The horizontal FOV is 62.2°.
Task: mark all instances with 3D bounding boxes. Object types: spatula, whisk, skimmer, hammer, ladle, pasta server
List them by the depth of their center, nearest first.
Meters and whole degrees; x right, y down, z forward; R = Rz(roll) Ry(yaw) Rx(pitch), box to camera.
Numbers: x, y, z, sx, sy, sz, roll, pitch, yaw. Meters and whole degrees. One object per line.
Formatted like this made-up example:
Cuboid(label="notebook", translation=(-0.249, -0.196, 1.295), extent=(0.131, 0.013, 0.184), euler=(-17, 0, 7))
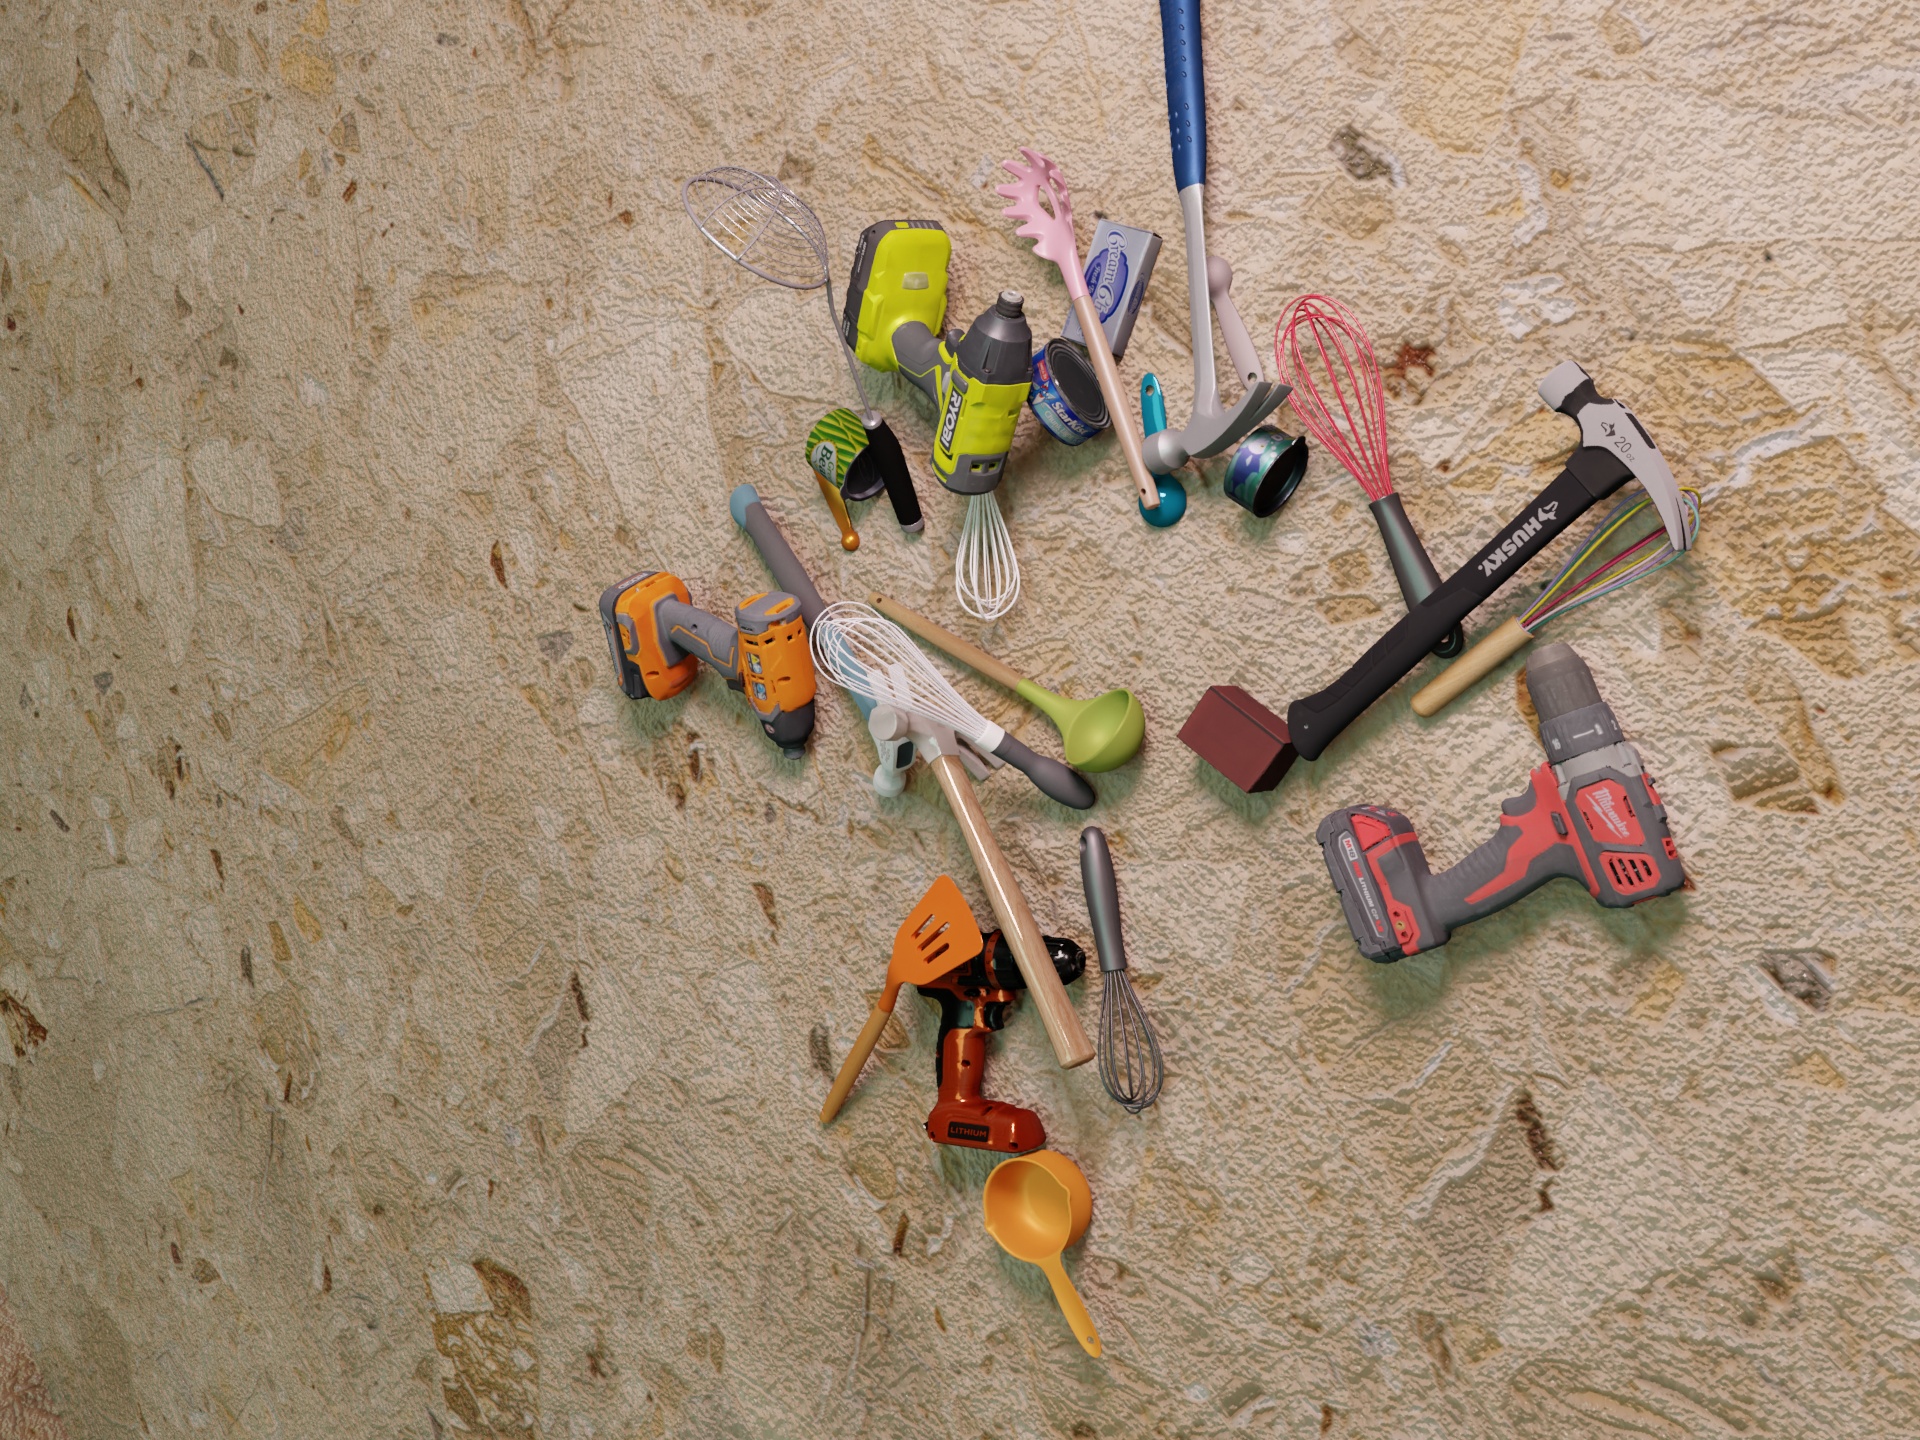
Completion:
Cuboid(label="whisk", translation=(0.420, -0.078, 1.127), extent=(0.245, 0.047, 0.051), euler=(-44, 70, 31))
Cuboid(label="hammer", translation=(0.356, -0.082, 1.129), extent=(0.334, 0.035, 0.146), euler=(-48, 66, 33))
Cuboid(label="whisk", translation=(0.309, -0.183, 1.189), extent=(0.073, 0.073, 0.296), euler=(-25, 84, 31))
Cuboid(label="hammer", translation=(0.187, -0.407, 1.247), extent=(0.144, 0.035, 0.405), euler=(-14, 76, 57))
Cuboid(label="pasta server", translation=(0.103, -0.320, 1.301), extent=(0.060, 0.040, 0.316), euler=(-26, 79, 44))
Cuboid(label="whisk", translation=(-0.003, -0.003, 1.312), extent=(0.284, 0.070, 0.070), euler=(34, 115, -15))
Cuboid(label="hammer", translation=(0.032, 0.132, 1.320), extent=(0.031, 0.130, 0.331), euler=(-37, 66, 29))
Cuboid(label="whisk", translation=(0.128, 0.205, 1.322), extent=(0.055, 0.055, 0.239), euler=(-15, 79, 33))
Cuboid(label="skimmer", translation=(-0.121, -0.292, 1.325), extent=(0.090, 0.362, 0.127), euler=(-15, 43, 7))
Cuboid(label="ladle", translation=(0.029, -0.047, 1.377), extent=(0.320, 0.062, 0.078), euler=(32, 82, 32))
Cuboid(label="whisk", translation=(0.018, -0.207, 1.385), extent=(0.058, 0.059, 0.246), euler=(-6, 83, 21))
Cuboid(label="spatula", translation=(-0.066, 0.267, 1.417), extent=(0.081, 0.041, 0.322), euler=(60, 140, 34))
Cuboid(label="hammer", translation=(-0.131, -0.090, 1.472), extent=(0.331, 0.033, 0.128), euler=(57, 153, 25))

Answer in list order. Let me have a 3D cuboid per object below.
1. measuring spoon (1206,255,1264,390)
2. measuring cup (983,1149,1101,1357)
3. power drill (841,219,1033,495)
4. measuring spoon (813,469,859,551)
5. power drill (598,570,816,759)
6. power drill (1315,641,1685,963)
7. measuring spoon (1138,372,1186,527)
Cuboid(label="measuring spoon", translation=(0.214, -0.316, 1.268), extent=(0.034, 0.018, 0.124), euler=(-27, 76, 31))
Cuboid(label="measuring cup", translation=(0.087, 0.449, 1.351), extent=(0.095, 0.052, 0.174), euler=(-34, 75, 29))
Cuboid(label="power drill", translation=(-0.014, -0.319, 1.328), extent=(0.223, 0.080, 0.171), euler=(56, 143, 38))
Cuboid(label="measuring spoon", translation=(-0.122, -0.212, 1.497), extent=(0.021, 0.011, 0.117), euler=(-29, 75, 30))
Cuboid(label="power drill", translation=(-0.231, -0.053, 1.515), extent=(0.227, 0.084, 0.164), euler=(14, 125, 34))
Cuboid(label="power drill", translation=(0.376, 0.065, 1.138), extent=(0.226, 0.080, 0.188), euler=(-24, 78, 29))
Cuboid(label="measuring spoon", translation=(0.158, -0.223, 1.305), extent=(0.042, 0.021, 0.128), euler=(-7, 88, 33))
